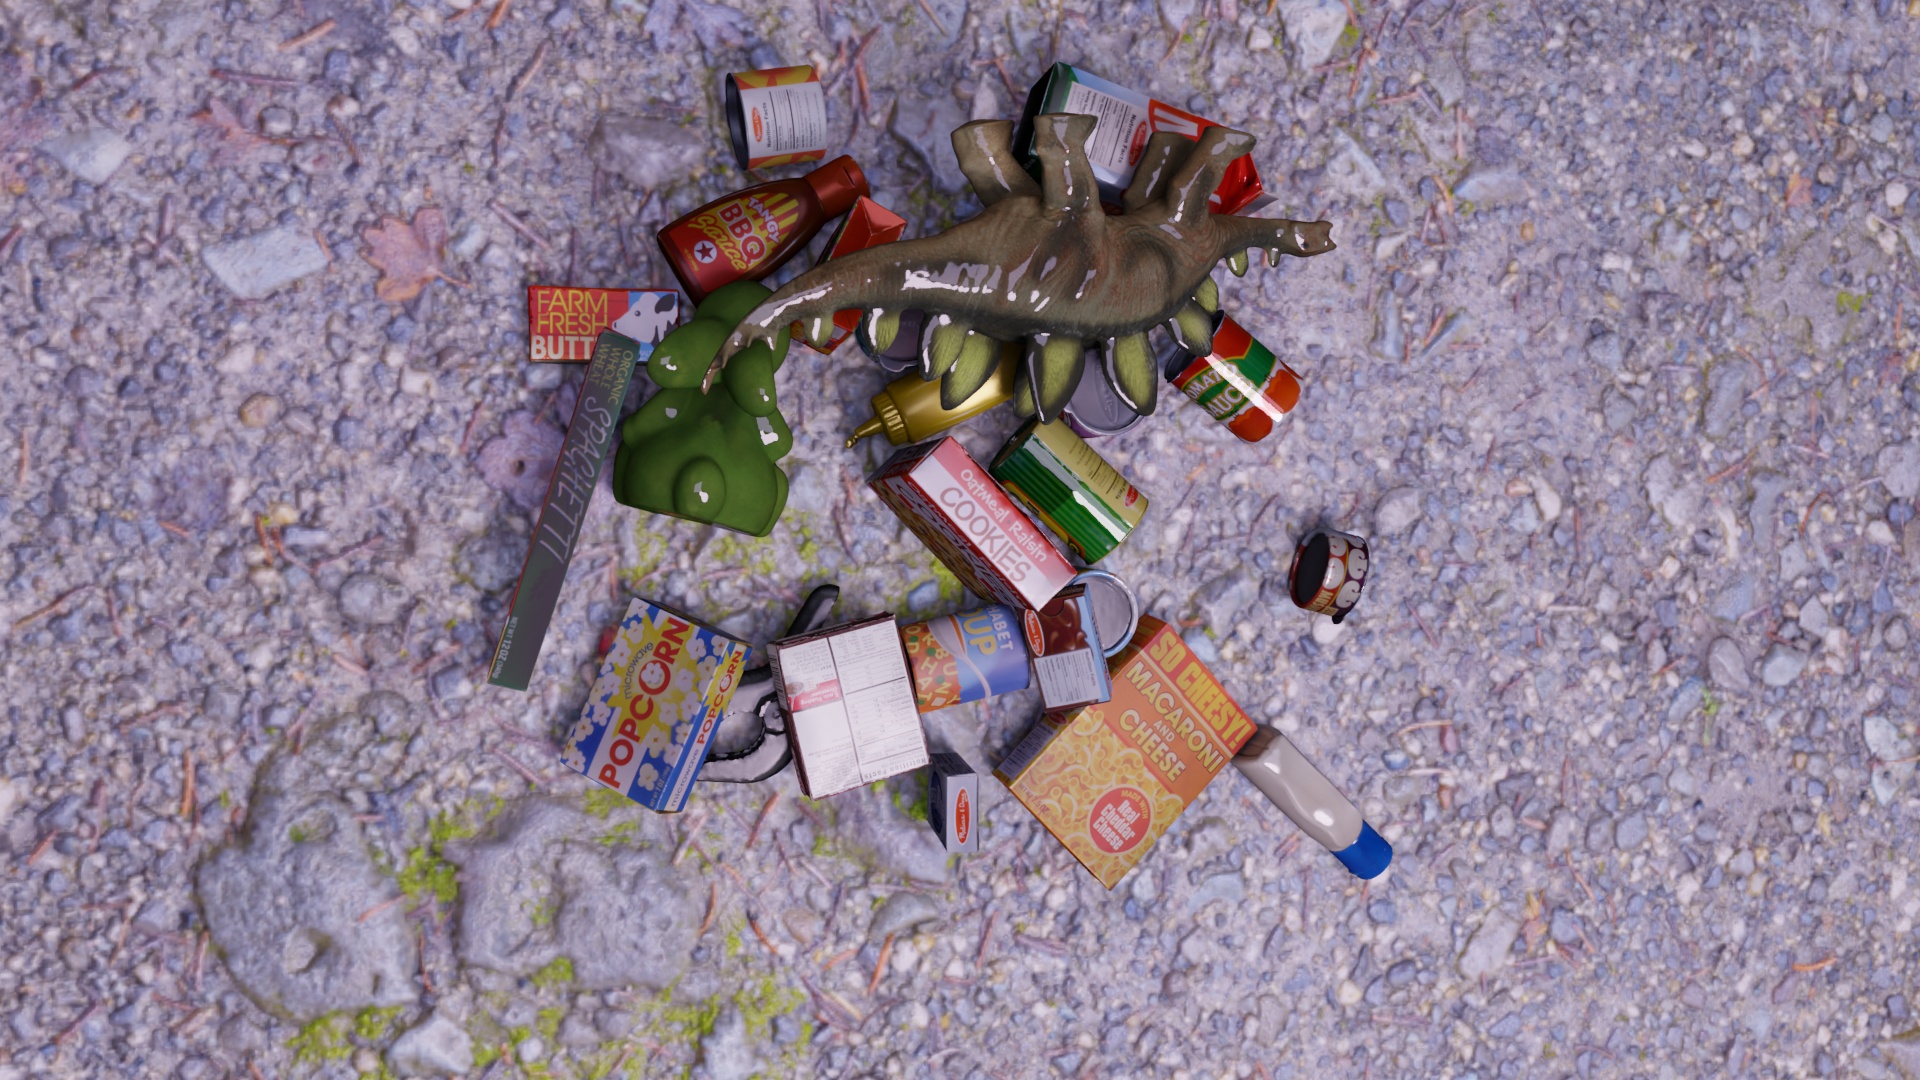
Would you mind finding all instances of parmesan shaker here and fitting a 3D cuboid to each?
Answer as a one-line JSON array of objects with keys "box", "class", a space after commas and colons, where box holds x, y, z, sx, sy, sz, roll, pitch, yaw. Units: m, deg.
[{"box": [0.079, -0.041, 1.022, 0.103, 0.071, 0.071, 42, 82, -9], "class": "parmesan shaker"}]

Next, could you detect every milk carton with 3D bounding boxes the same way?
[{"box": [0.138, -0.278, 1.030, 0.191, 0.072, 0.073, 17, 88, -11], "class": "milk carton"}]

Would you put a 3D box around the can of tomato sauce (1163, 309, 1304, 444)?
[{"box": [0.206, -0.121, 1.046, 0.083, 0.071, 0.071, 38, 83, -11], "class": "can of tomato sauce"}]

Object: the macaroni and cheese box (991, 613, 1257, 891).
[{"box": [0.123, 0.156, 1.033, 0.167, 0.040, 0.123, -45, 111, -9], "class": "macaroni and cheese box"}]

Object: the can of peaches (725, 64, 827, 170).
[{"box": [-0.130, -0.297, 0.972, 0.058, 0.071, 0.071, -12, 93, -15], "class": "can of peaches"}]

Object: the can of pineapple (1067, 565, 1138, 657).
[{"box": [0.090, 0.053, 1.026, 0.071, 0.058, 0.071, 0, 91, -12], "class": "can of pineapple"}]

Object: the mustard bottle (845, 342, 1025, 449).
[{"box": [-0.012, -0.106, 1.001, 0.160, 0.065, 0.048, -26, 100, -8], "class": "mustard bottle"}]

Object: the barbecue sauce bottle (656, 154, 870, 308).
[{"box": [-0.136, -0.224, 0.982, 0.149, 0.043, 0.065, -31, 93, -11], "class": "barbecue sauce bottle"}]

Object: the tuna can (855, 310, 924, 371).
[{"box": [-0.044, -0.155, 1.008, 0.071, 0.033, 0.071, 0, 90, -13], "class": "tuna can"}]

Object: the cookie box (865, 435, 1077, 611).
[{"box": [0.003, -0.012, 0.950, 0.040, 0.167, 0.123, -45, 100, -9], "class": "cookie box"}]

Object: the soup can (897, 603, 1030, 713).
[{"box": [0.001, 0.082, 1.000, 0.084, 0.071, 0.071, -12, 93, -12], "class": "soup can"}]

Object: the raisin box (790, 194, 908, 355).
[{"box": [-0.081, -0.178, 0.954, 0.040, 0.123, 0.086, 26, 85, -12], "class": "raisin box"}]

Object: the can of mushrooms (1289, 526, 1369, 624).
[{"box": [0.281, 0.026, 1.064, 0.033, 0.071, 0.071, 15, 87, -12], "class": "can of mushrooms"}]

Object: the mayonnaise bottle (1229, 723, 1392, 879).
[{"box": [0.271, 0.202, 1.067, 0.148, 0.064, 0.041, 43, 78, -14], "class": "mayonnaise bottle"}]

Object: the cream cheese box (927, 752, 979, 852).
[{"box": [-0.005, 0.183, 0.981, 0.024, 0.104, 0.053, 1, 89, -8], "class": "cream cheese box"}]

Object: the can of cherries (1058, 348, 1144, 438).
[{"box": [0.098, -0.109, 1.028, 0.071, 0.058, 0.071, 0, 91, -13], "class": "can of cherries"}]

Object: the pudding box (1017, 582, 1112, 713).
[{"box": [0.075, 0.075, 0.977, 0.049, 0.030, 0.083, -12, 103, 12], "class": "pudding box"}]

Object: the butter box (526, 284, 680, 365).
[{"box": [-0.248, -0.149, 0.967, 0.104, 0.024, 0.053, 0, 91, -13], "class": "butter box"}]

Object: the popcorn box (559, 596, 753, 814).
[{"box": [-0.208, 0.112, 0.950, 0.085, 0.038, 0.127, 21, 85, 22], "class": "popcorn box"}]

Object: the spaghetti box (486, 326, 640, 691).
[{"box": [-0.267, -0.022, 0.936, 0.029, 0.050, 0.250, 18, 92, -16], "class": "spaghetti box"}]
